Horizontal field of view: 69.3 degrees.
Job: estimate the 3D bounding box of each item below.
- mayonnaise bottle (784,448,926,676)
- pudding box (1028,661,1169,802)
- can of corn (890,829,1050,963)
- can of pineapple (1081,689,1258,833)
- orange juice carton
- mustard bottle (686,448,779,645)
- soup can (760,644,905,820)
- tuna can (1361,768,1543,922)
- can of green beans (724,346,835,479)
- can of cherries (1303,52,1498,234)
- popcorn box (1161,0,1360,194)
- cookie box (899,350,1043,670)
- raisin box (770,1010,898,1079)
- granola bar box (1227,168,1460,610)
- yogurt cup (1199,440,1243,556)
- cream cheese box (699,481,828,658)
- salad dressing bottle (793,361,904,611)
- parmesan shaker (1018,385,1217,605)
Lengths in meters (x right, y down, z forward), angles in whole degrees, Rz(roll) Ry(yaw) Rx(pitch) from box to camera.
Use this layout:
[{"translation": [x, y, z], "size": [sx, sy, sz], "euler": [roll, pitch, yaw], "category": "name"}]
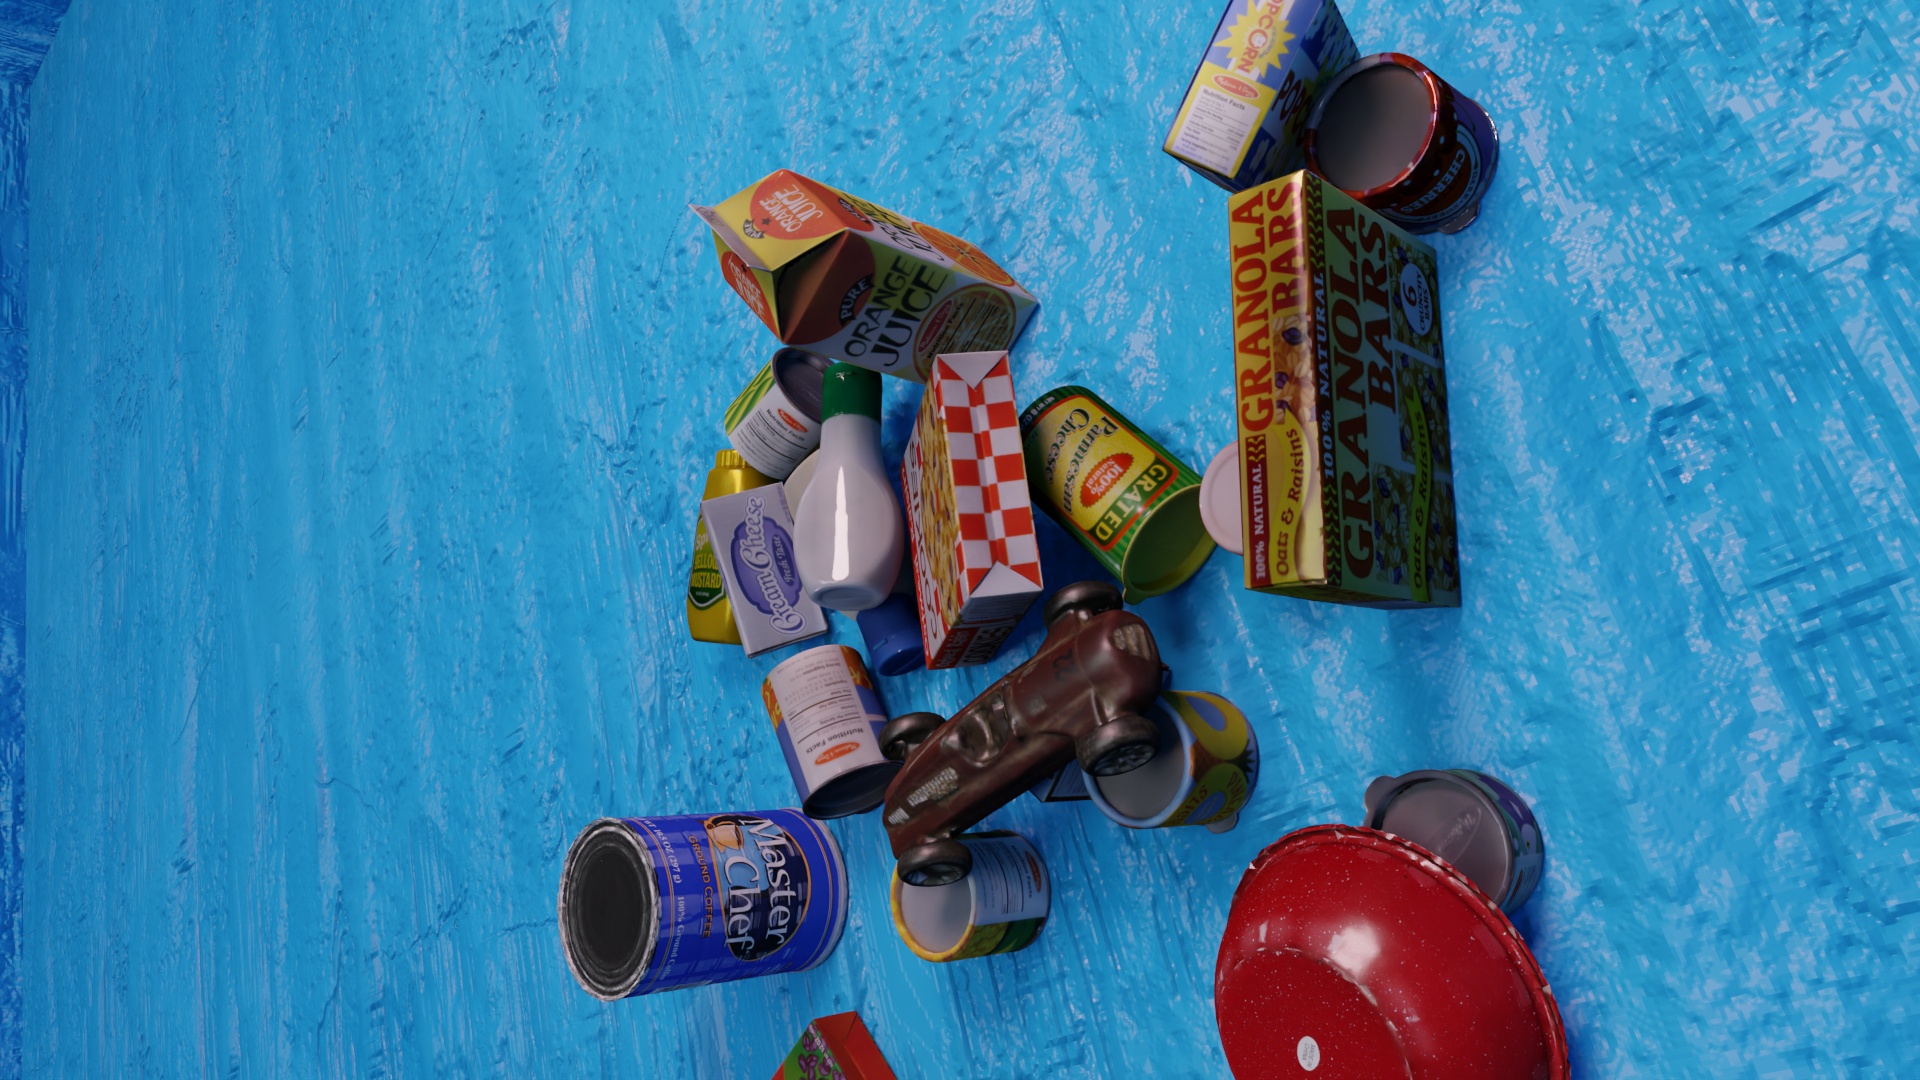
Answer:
[{"translation": [-0.059, 0.011, 0.848], "size": [0.064, 0.041, 0.148], "euler": [-38, 60, 26], "category": "mayonnaise bottle"}, {"translation": [0.066, 0.092, 0.709], "size": [0.030, 0.050, 0.083], "euler": [39, 111, 42], "category": "pudding box"}, {"translation": [0.003, 0.192, 0.748], "size": [0.071, 0.058, 0.071], "euler": [-8, 78, 43], "category": "can of corn"}, {"translation": [0.101, 0.106, 0.668], "size": [0.071, 0.058, 0.071], "euler": [-8, 79, 43], "category": "can of pineapple"}, {"translation": [-0.055, -0.142, 0.762], "size": [0.072, 0.193, 0.072], "euler": [49, 116, 38], "category": "orange juice carton"}, {"translation": [-0.149, -0.010, 0.930], "size": [0.065, 0.049, 0.160], "euler": [-3, 82, 47], "category": "mustard bottle"}, {"translation": [-0.076, 0.116, 0.832], "size": [0.071, 0.071, 0.084], "euler": [-45, 55, 30], "category": "soup can"}, {"translation": [0.204, 0.127, 0.583], "size": [0.071, 0.033, 0.071], "euler": [-7, 79, 43], "category": "tuna can"}, {"translation": [-0.109, -0.081, 0.892], "size": [0.057, 0.071, 0.071], "euler": [-42, 57, 32], "category": "can of green beans"}, {"translation": [0.197, -0.174, 0.618], "size": [0.071, 0.058, 0.071], "euler": [-8, 78, 43], "category": "can of cherries"}, {"translation": [0.139, -0.200, 0.630], "size": [0.038, 0.127, 0.085], "euler": [29, 105, 17], "category": "popcorn box"}, {"translation": [0.003, -0.009, 0.730], "size": [0.167, 0.040, 0.123], "euler": [116, 148, -71], "category": "cookie box"}, {"translation": [-0.083, 0.354, 0.819], "size": [0.086, 0.040, 0.123], "euler": [48, 114, 36], "category": "raisin box"}, {"translation": [0.163, -0.056, 0.588], "size": [0.039, 0.124, 0.165], "euler": [-9, 77, 42], "category": "granola bar box"}, {"translation": [0.148, -0.018, 0.645], "size": [0.072, 0.054, 0.072], "euler": [-7, 79, 42], "category": "yogurt cup"}, {"translation": [-0.125, 0.018, 0.883], "size": [0.024, 0.053, 0.104], "euler": [144, 108, -72], "category": "cream cheese box"}, {"translation": [-0.065, -0.034, 0.816], "size": [0.064, 0.044, 0.148], "euler": [-5, 65, 10], "category": "salad dressing bottle"}, {"translation": [0.074, -0.025, 0.706], "size": [0.103, 0.071, 0.071], "euler": [44, 114, 38], "category": "parmesan shaker"}]
